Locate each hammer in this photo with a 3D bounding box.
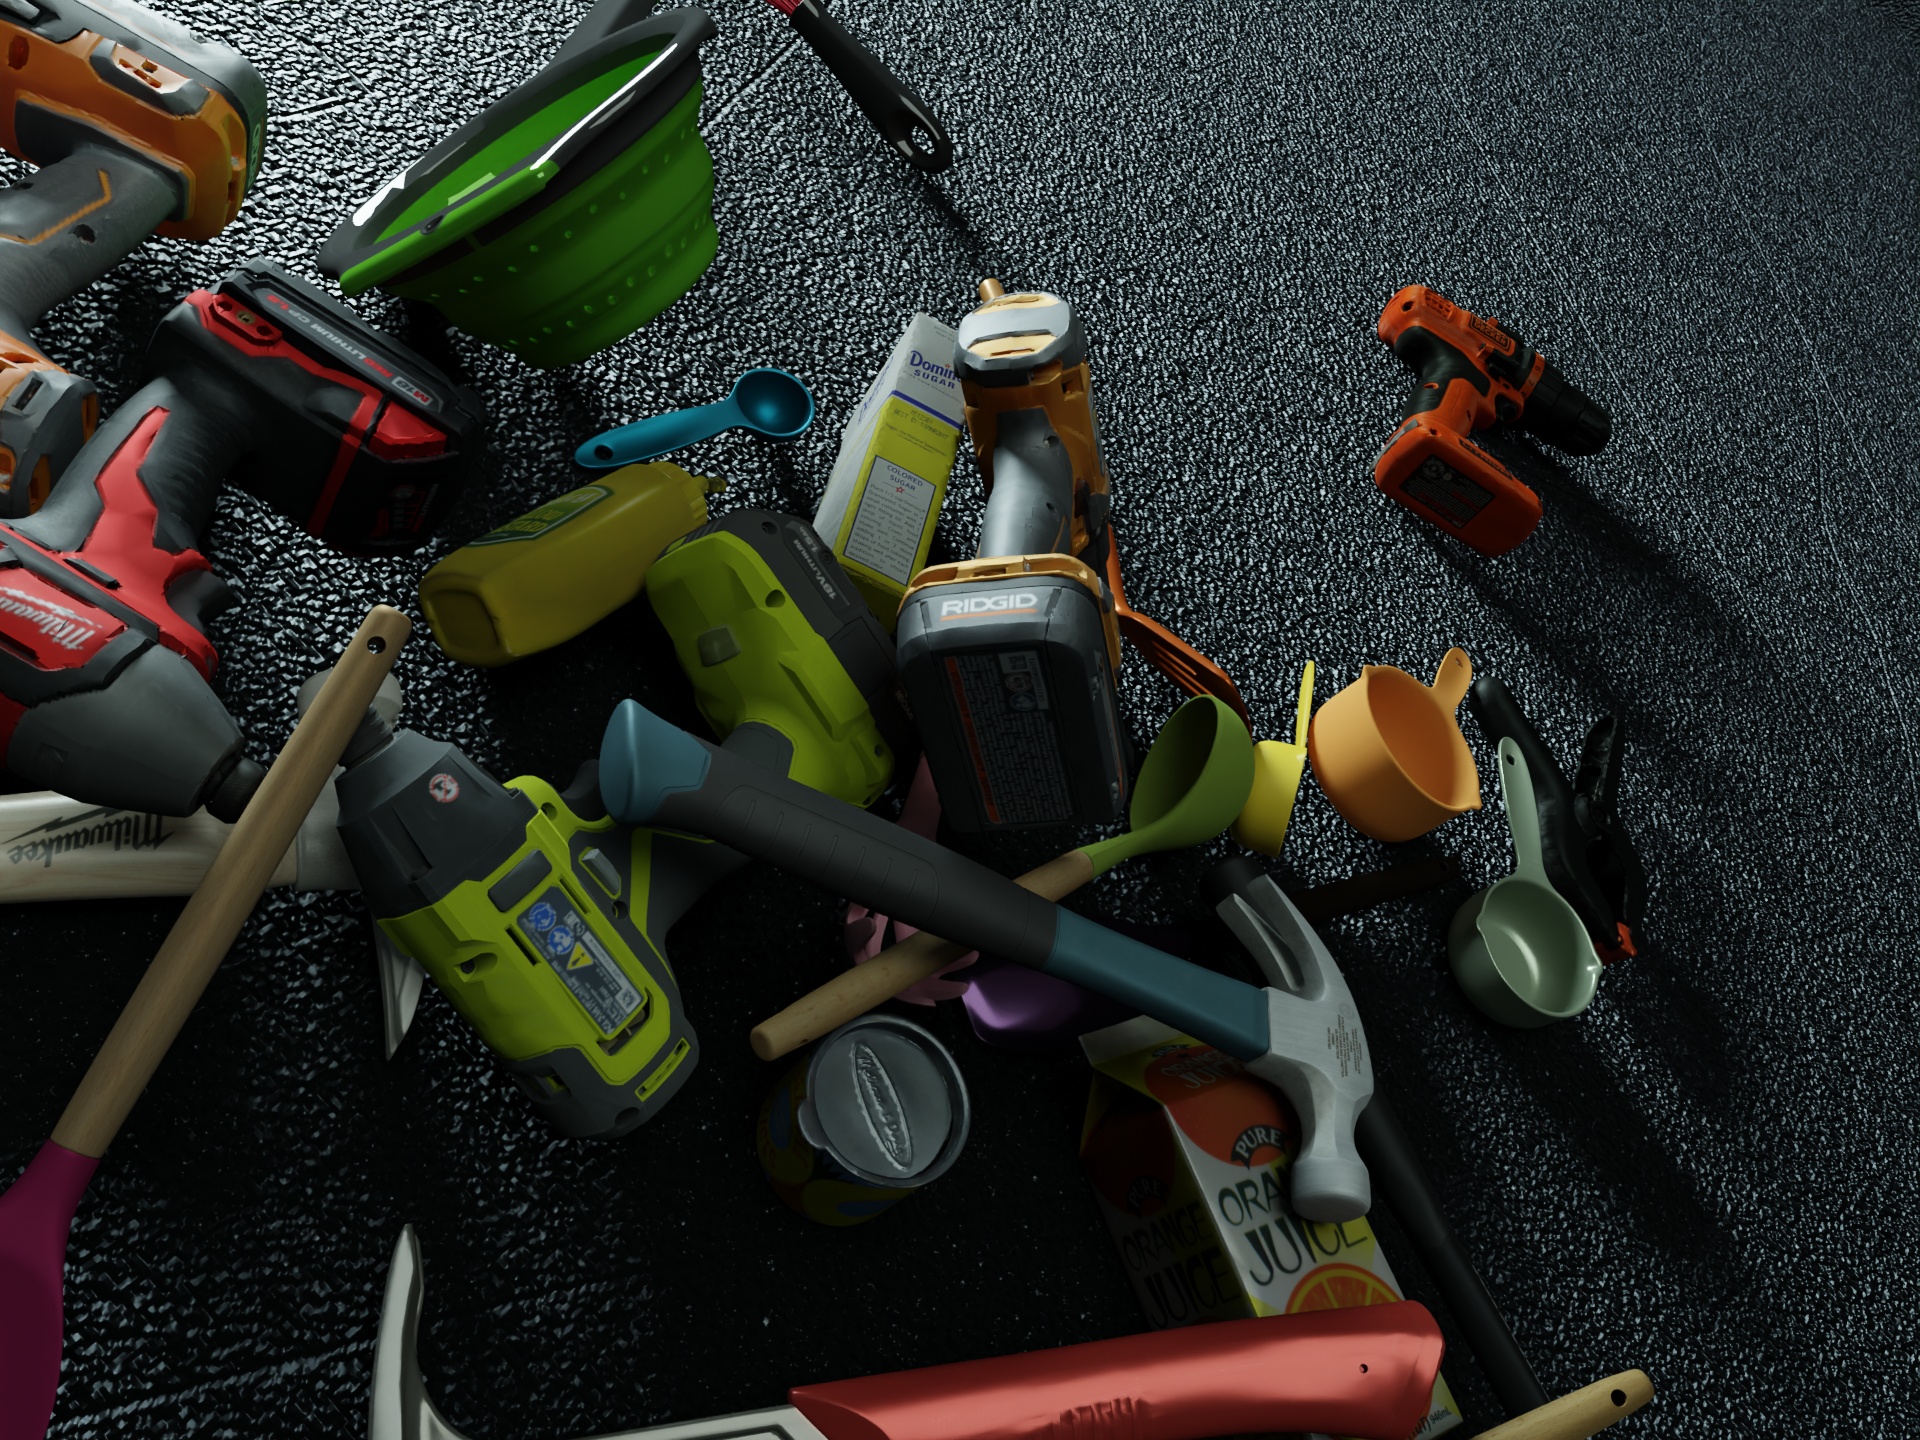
[{"bbox_3d":[-0.377,0.055,0.488,0.410,0.038,0.146,-2,62,-30],"label":"hammer"},{"bbox_3d":[0.020,0.077,0.593,0.330,0.033,0.128,25,47,-19],"label":"hammer"},{"bbox_3d":[-0.008,0.226,0.534,0.359,0.036,0.149,-3,62,-15],"label":"hammer"},{"bbox_3d":[0.191,0.205,0.670,0.335,0.035,0.146,63,9,22],"label":"hammer"}]

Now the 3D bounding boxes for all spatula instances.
[{"bbox_3d":[0.132,0.102,0.763,0.315,0.018,0.060,-10,68,-33],"label":"spatula"},{"bbox_3d":[0.075,-0.125,0.862,0.041,0.081,0.323,-24,63,6],"label":"spatula"}]

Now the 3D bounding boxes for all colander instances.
[{"bbox_3d":[-0.175,-0.278,0.786,0.094,0.204,0.397,56,22,-32],"label":"colander"}]

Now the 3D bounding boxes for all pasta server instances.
[{"bbox_3d":[-0.001,-0.002,0.742,0.060,0.040,0.316,38,45,-25],"label":"pasta server"}]

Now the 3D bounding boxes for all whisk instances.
[{"bbox_3d":[-0.109,-0.443,0.962,0.296,0.073,0.073,47,49,-2],"label":"whisk"}]

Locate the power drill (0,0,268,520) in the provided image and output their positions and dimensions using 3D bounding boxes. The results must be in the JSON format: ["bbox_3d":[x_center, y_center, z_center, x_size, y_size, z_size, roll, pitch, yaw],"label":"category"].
[{"bbox_3d":[-0.390,-0.197,0.620,0.164,0.084,0.227,24,55,-15],"label":"power drill"}]

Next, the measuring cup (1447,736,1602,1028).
[{"bbox_3d":[0.292,0.086,0.851,0.083,0.038,0.168,19,53,-19],"label":"measuring cup"}]

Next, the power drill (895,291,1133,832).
[{"bbox_3d":[0.034,-0.054,0.704,0.084,0.185,0.226,-5,45,11],"label":"power drill"}]

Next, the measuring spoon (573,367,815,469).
[{"bbox_3d":[-0.130,-0.139,0.777,0.128,0.021,0.042,-23,74,-29],"label":"measuring spoon"}]

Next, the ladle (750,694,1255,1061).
[{"bbox_3d":[0.027,0.061,0.670,0.320,0.078,0.062,-23,69,-45],"label":"ladle"}]

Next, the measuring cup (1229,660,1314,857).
[{"bbox_3d":[0.165,0.010,0.831,0.029,0.062,0.157,14,37,9],"label":"measuring cup"}]

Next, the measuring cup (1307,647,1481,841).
[{"bbox_3d":[0.243,0.005,0.874,0.095,0.052,0.174,50,35,-1],"label":"measuring cup"}]

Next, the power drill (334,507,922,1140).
[{"bbox_3d":[-0.119,0.020,0.606,0.171,0.080,0.223,57,45,-17],"label":"power drill"}]

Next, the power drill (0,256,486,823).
[{"bbox_3d":[-0.266,-0.062,0.558,0.143,0.078,0.220,34,40,-10],"label":"power drill"}]

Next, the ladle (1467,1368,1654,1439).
[{"bbox_3d":[0.102,0.290,0.543,0.315,0.031,0.069,-19,69,-12],"label":"ladle"}]

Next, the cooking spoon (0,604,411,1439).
[{"bbox_3d":[-0.248,0.103,0.473,0.068,0.017,0.319,29,72,-13],"label":"cooking spoon"}]
